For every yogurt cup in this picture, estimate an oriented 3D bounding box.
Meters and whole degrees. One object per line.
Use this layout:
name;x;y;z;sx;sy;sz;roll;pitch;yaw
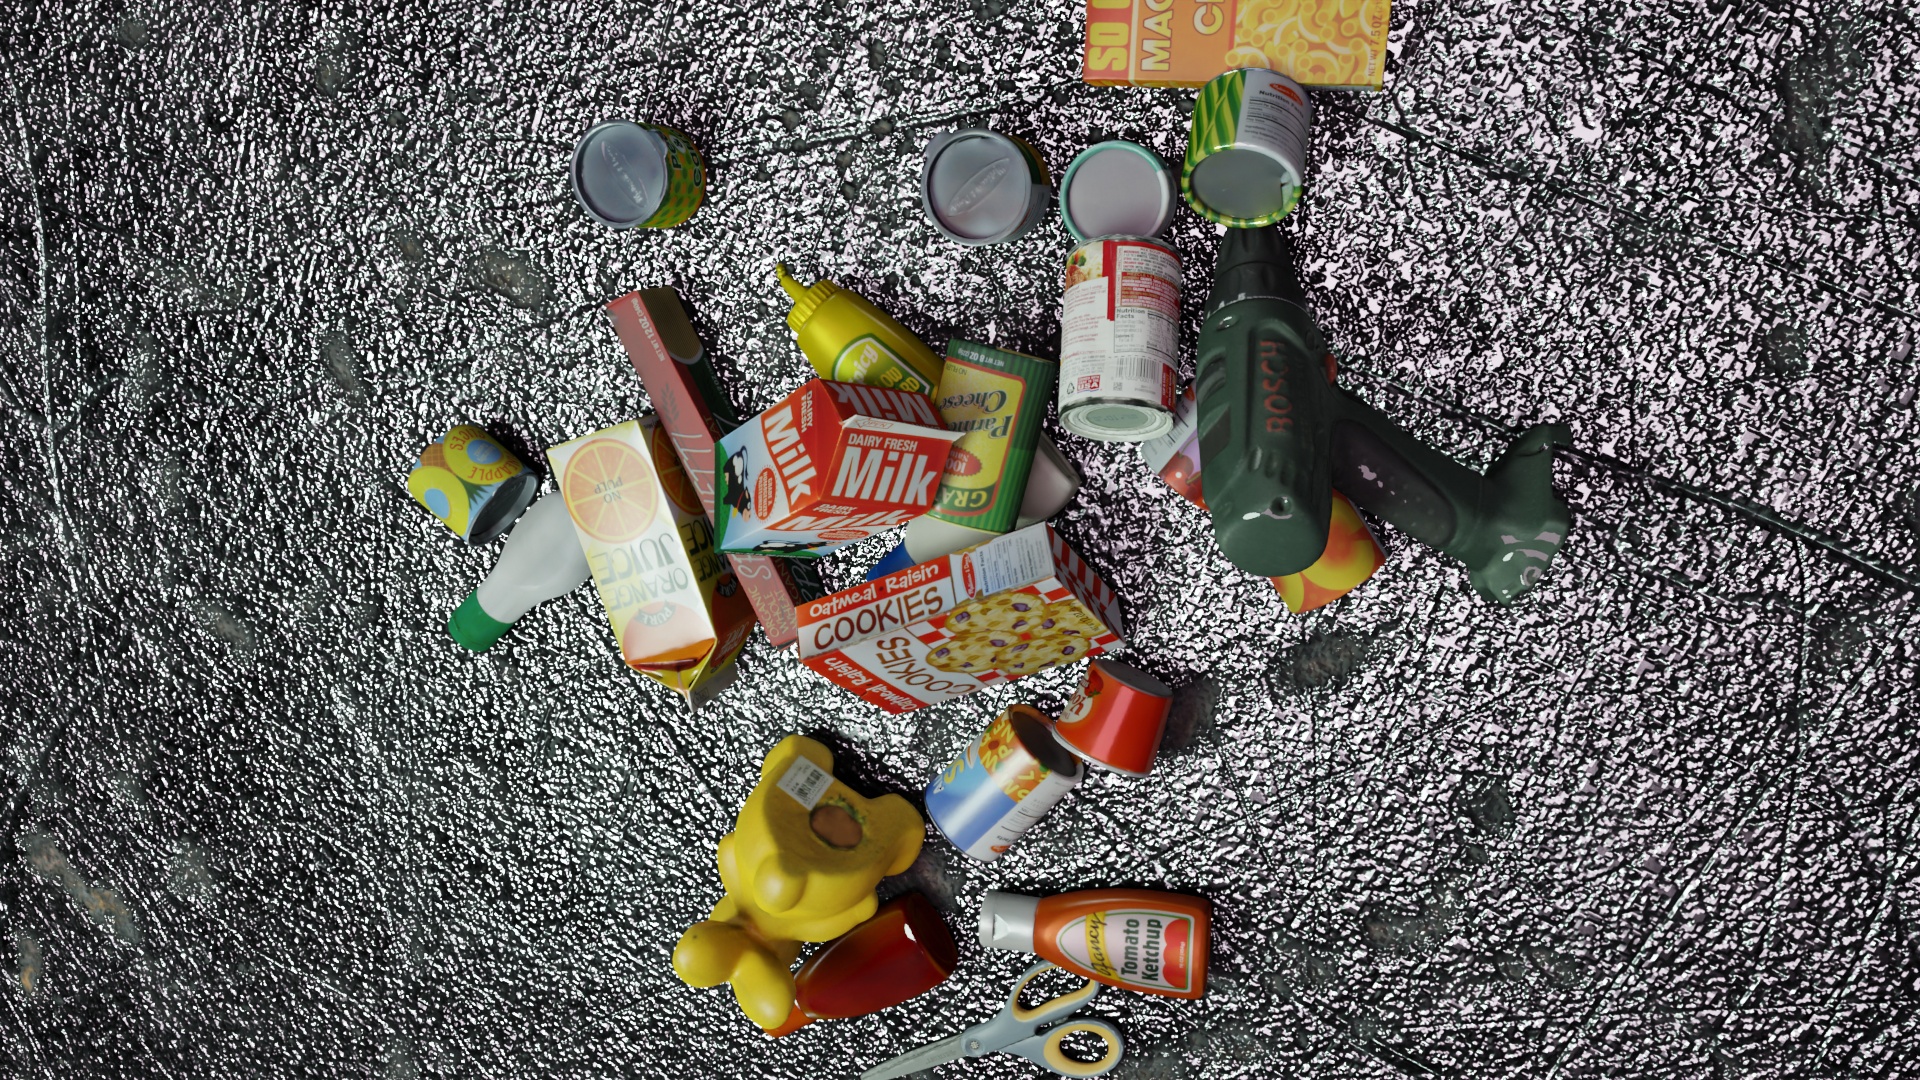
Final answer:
yogurt cup;0.098;0.109;0.867;0.072;0.072;0.054;24;99;10

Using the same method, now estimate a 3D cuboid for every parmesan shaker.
parmesan shaker;0.011;-0.062;0.812;0.071;0.071;0.103;16;99;12

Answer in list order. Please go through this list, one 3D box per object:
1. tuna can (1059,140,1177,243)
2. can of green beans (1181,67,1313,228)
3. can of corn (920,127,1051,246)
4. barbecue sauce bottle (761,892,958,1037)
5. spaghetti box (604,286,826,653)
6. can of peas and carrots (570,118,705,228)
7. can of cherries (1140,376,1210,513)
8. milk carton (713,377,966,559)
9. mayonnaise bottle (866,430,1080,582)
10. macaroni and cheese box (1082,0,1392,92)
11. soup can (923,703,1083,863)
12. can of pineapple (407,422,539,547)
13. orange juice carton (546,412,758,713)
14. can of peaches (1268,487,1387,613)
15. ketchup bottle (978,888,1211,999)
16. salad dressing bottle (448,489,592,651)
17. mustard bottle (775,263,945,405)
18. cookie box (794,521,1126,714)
tuna can;0.090;-0.202;0.816;0.071;0.033;0.071;3;103;14
can of green beans;0.158;-0.215;0.766;0.071;0.071;0.058;6;62;14
can of corn;0.015;-0.211;0.822;0.071;0.058;0.071;3;103;15
barbecue sauce bottle;-0.077;0.302;0.968;0.148;0.044;0.065;-32;92;20
spaghetti box;-0.155;-0.048;0.910;0.028;0.050;0.249;-24;95;21
can of peas and carrots;-0.201;-0.232;0.878;0.071;0.059;0.070;3;103;14
can of cherries;0.150;-0.055;0.814;0.071;0.072;0.058;38;110;5
milk carton;-0.076;-0.043;0.812;0.190;0.072;0.073;-20;69;55
mayonnaise bottle;0.003;-0.011;0.879;0.147;0.041;0.065;-41;85;21
macaroni and cheese box;0.155;-0.315;0.770;0.166;0.040;0.123;6;103;14
soup can;0.026;0.153;0.895;0.071;0.071;0.083;44;109;3
can of pineapple;-0.333;-0.040;0.952;0.058;0.071;0.070;39;109;5
orange juice carton;-0.194;0.014;0.923;0.073;0.072;0.192;-17;97;19
can of peaches;0.204;0.003;0.811;0.071;0.071;0.058;-33;93;20
ketchup bottle;0.088;0.258;0.911;0.149;0.043;0.064;4;91;15
salad dressing bottle;-0.301;0.022;0.968;0.147;0.044;0.064;-39;67;23
mustard bottle;-0.061;-0.115;0.869;0.160;0.049;0.065;43;107;3
cookie box;0.001;0.054;0.850;0.167;0.122;0.040;-19;60;19
